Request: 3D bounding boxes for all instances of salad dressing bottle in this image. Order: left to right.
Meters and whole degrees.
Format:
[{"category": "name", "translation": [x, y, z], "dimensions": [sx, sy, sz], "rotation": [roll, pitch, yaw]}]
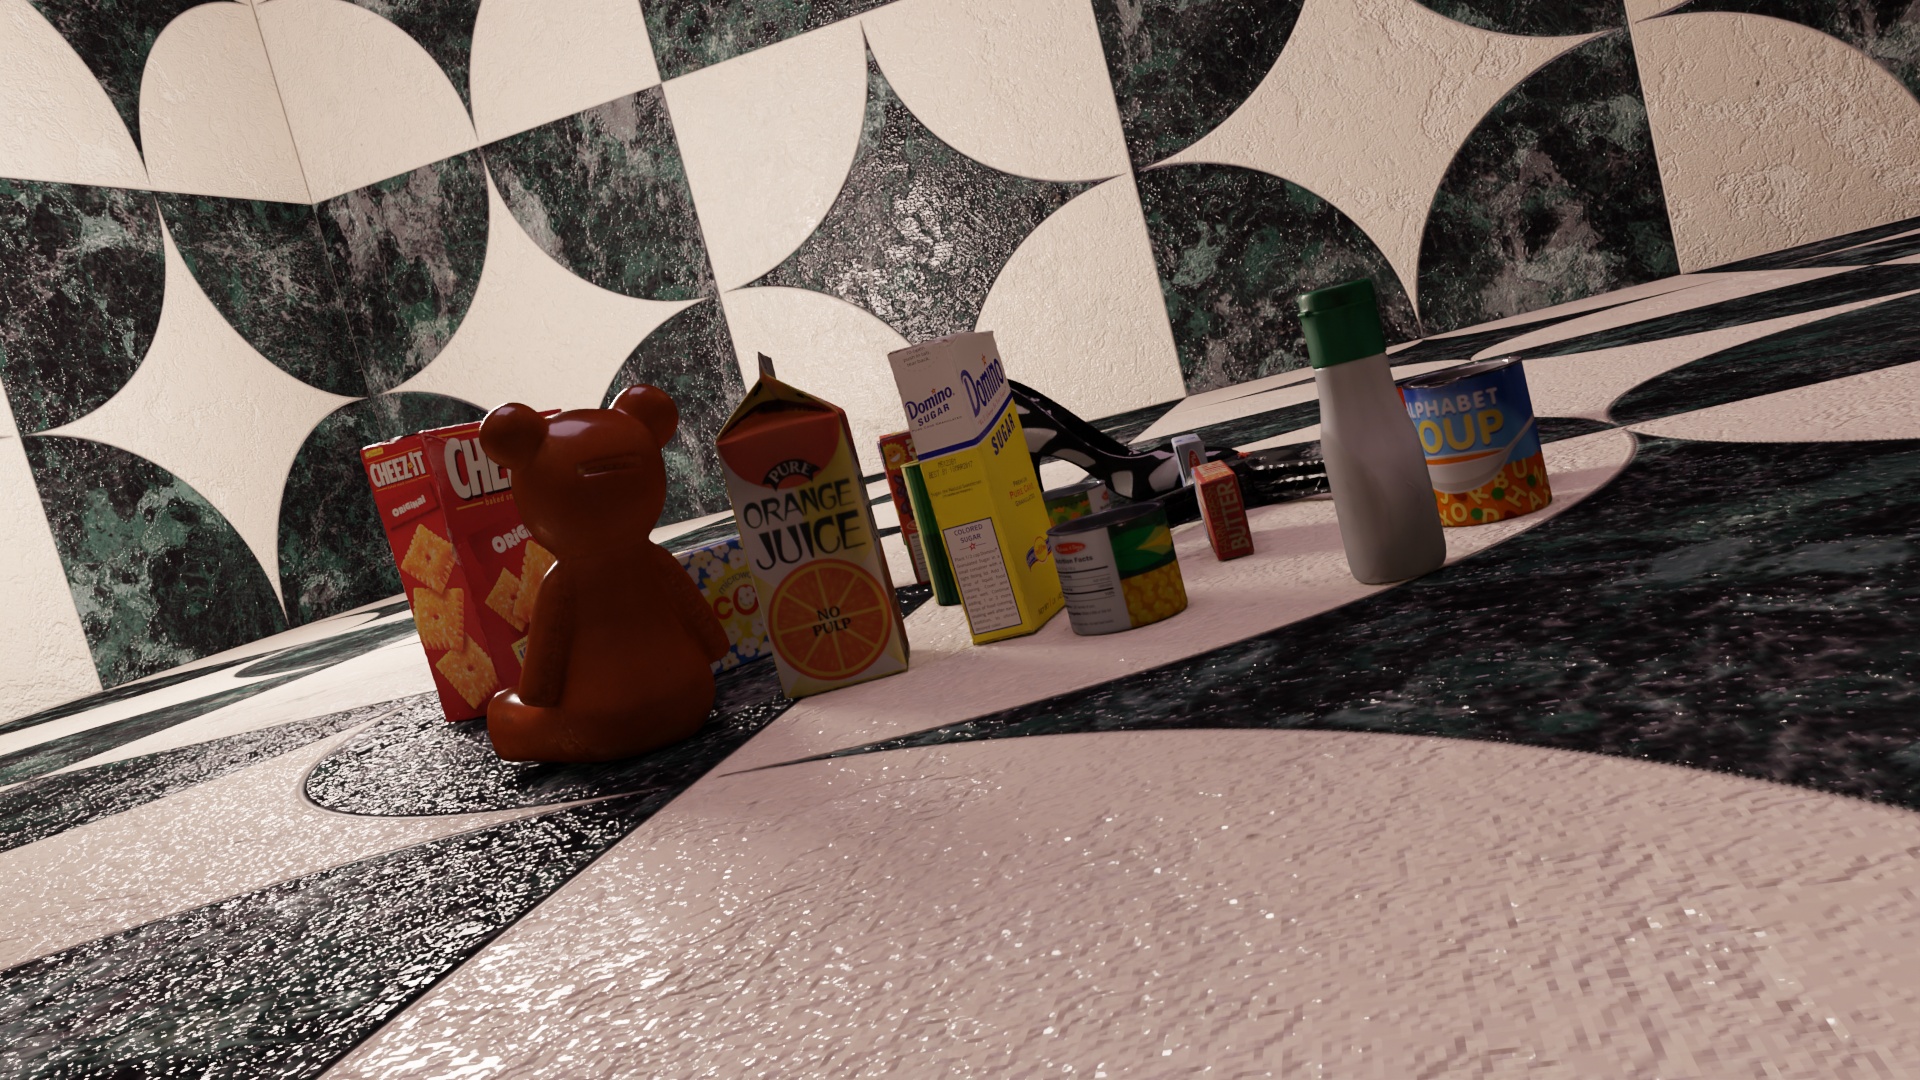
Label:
[{"category": "salad dressing bottle", "translation": [0.202, -0.054, 0.690], "dimensions": [0.044, 0.147, 0.064], "rotation": [-15, 6, -6]}]

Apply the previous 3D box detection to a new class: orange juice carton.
[{"category": "orange juice carton", "translation": [-0.088, -0.014, 0.799], "dimensions": [0.073, 0.192, 0.072], "rotation": [-15, 6, 0]}]

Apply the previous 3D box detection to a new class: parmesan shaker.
[{"category": "parmesan shaker", "translation": [0.004, -0.012, 0.989], "dimensions": [0.071, 0.103, 0.071], "rotation": [-15, 6, 2]}]

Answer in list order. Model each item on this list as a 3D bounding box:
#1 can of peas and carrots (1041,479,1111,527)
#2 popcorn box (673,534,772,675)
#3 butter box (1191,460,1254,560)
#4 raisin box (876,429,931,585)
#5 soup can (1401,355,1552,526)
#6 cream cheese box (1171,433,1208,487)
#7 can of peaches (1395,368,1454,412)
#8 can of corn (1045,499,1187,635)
[{"category": "can of peas and carrots", "translation": [0.074, -0.006, 0.973], "dimensions": [0.071, 0.058, 0.071], "rotation": [-15, 6, 2]}, {"category": "popcorn box", "translation": [-0.172, 0.047, 0.953], "dimensions": [0.127, 0.085, 0.038], "rotation": [-20, 7, -40]}, {"category": "butter box", "translation": [0.170, -0.021, 0.907], "dimensions": [0.024, 0.053, 0.104], "rotation": [-14, 6, 8]}, {"category": "raisin box", "translation": [-0.036, -0.030, 1.150], "dimensions": [0.040, 0.123, 0.086], "rotation": [-15, 6, -2]}, {"category": "soup can", "translation": [0.291, -0.055, 0.785], "dimensions": [0.071, 0.083, 0.071], "rotation": [-15, 6, 2]}, {"category": "cream cheese box", "translation": [0.203, -0.063, 1.210], "dimensions": [0.024, 0.053, 0.104], "rotation": [-14, 6, 8]}, {"category": "can of peaches", "translation": [0.385, -0.105, 1.140], "dimensions": [0.071, 0.058, 0.071], "rotation": [-15, 6, 2]}, {"category": "can of corn", "translation": [0.088, 0.014, 0.759], "dimensions": [0.071, 0.058, 0.071], "rotation": [-15, 6, 2]}]
